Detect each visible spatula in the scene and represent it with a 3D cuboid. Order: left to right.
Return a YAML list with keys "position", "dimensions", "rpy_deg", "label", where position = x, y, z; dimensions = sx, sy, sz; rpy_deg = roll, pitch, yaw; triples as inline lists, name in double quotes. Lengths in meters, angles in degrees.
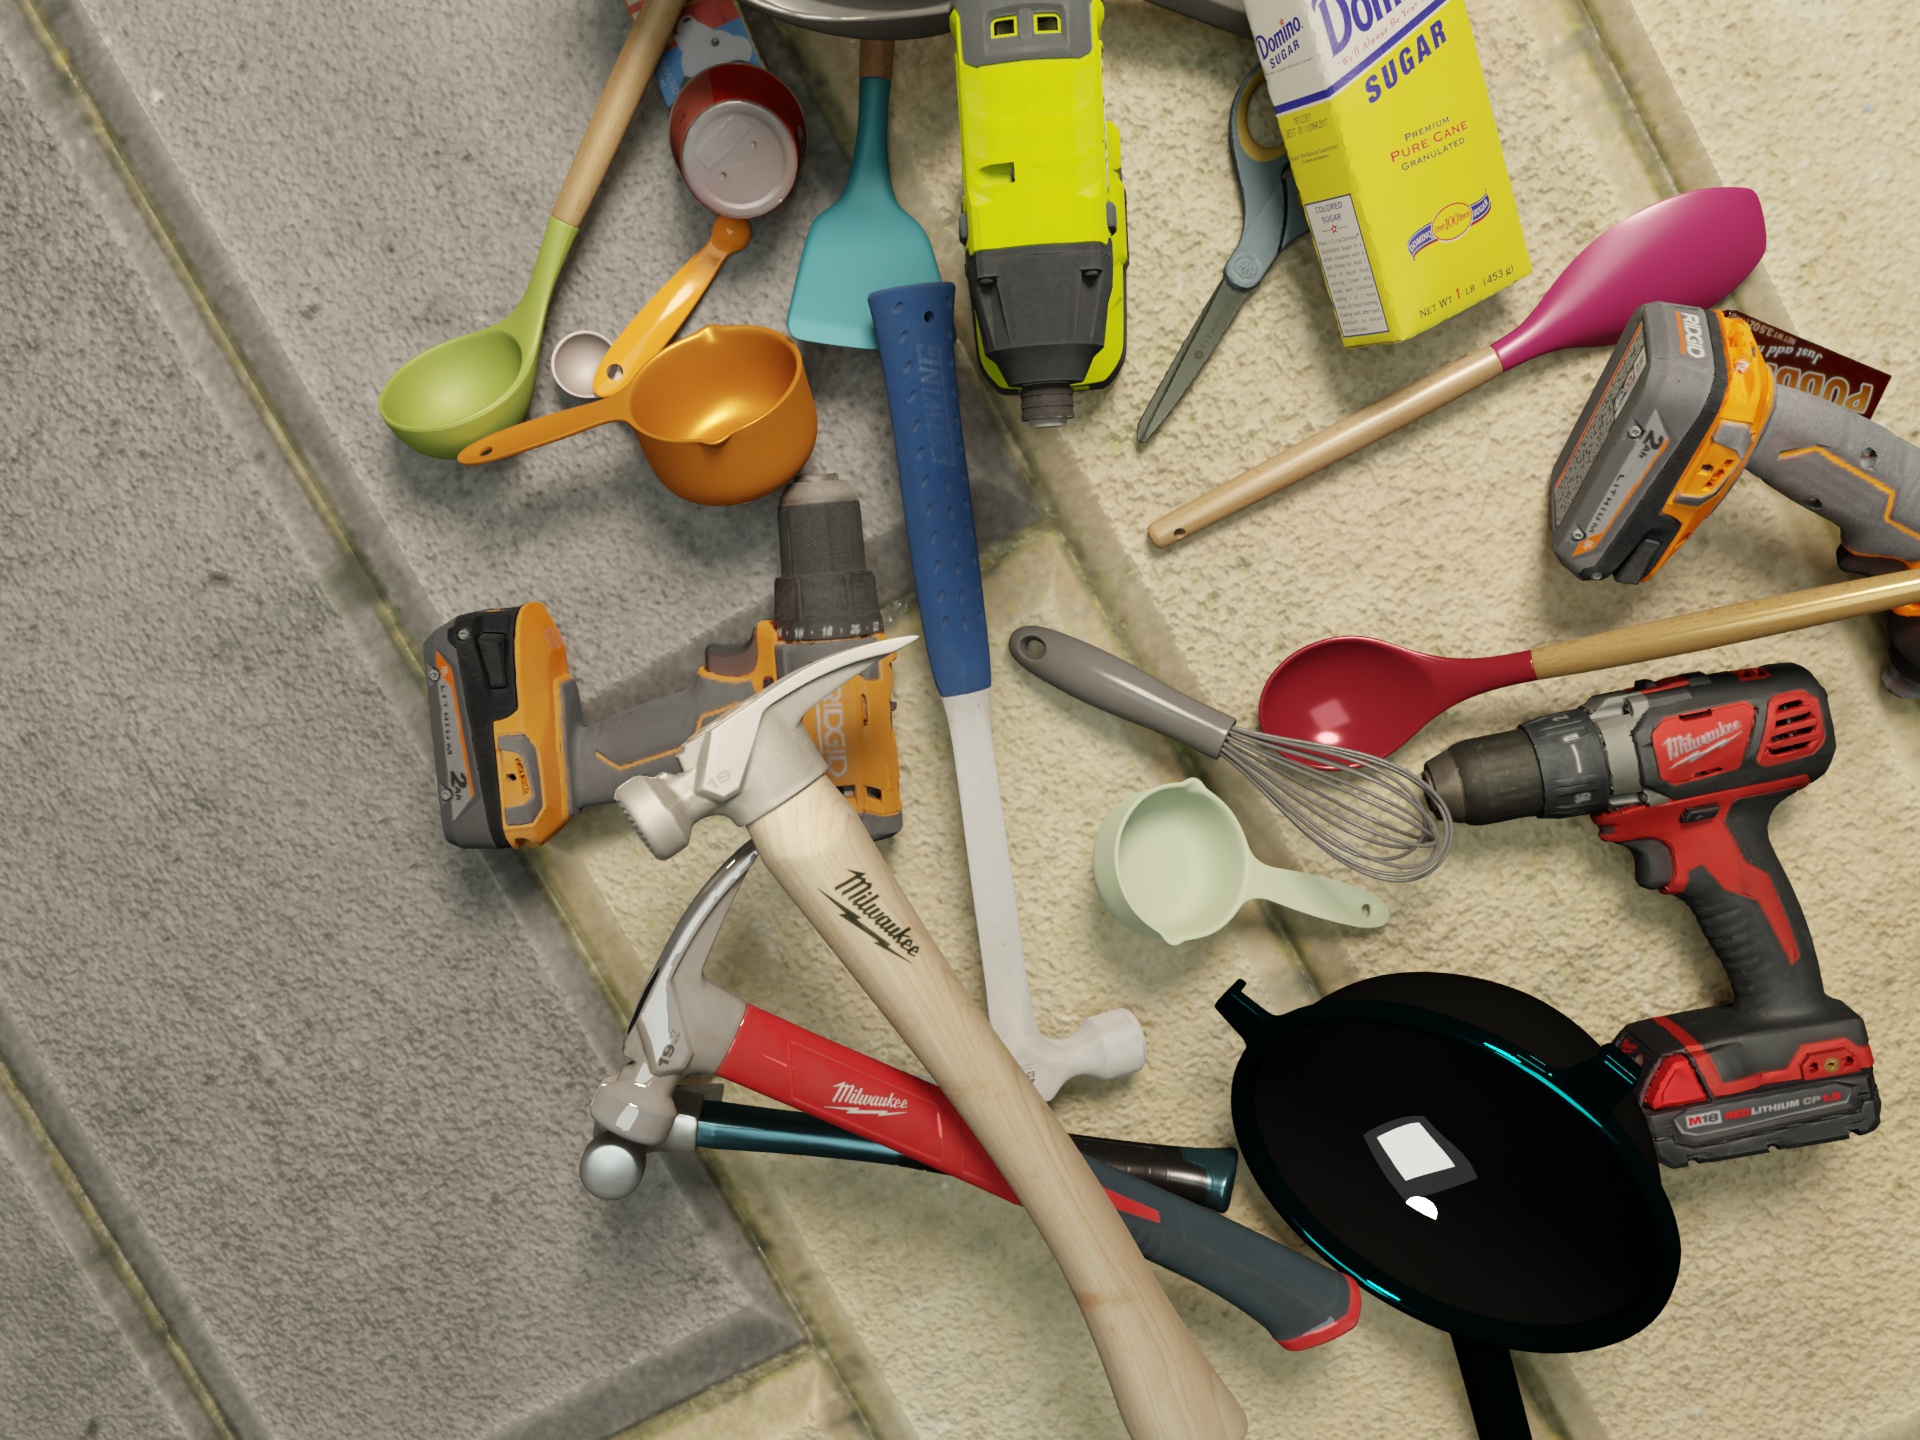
- position: [-0.037, -0.337, 0.765]
  dimensions: [0.082, 0.044, 0.317]
  rpy_deg: [2, 96, -9]
  label: "spatula"

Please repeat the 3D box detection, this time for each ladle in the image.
- position: [-0.189, -0.269, 0.765]
  dimensions: [0.078, 0.062, 0.320]
  rpy_deg: [40, 107, 39]
  label: "ladle"
- position: [0.295, -0.032, 0.743]
  dimensions: [0.315, 0.031, 0.069]
  rpy_deg: [-13, 104, 25]
  label: "ladle"

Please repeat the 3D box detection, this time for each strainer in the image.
- position: [0.264, 0.247, 0.793]
  dimensions: [0.211, 0.095, 0.340]
  rpy_deg: [3, 125, 39]
  label: "strainer"

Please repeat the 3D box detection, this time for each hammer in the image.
- position: [-0.018, 0.218, 0.810]
  dimensions: [0.331, 0.128, 0.033]
  rpy_deg: [8, 99, -6]
  label: "hammer"
- position: [-0.001, -0.002, 0.772]
  dimensions: [0.144, 0.035, 0.405]
  rpy_deg: [-12, 100, -19]
  label: "hammer"
- position: [0.020, 0.160, 0.714]
  dimensions: [0.146, 0.038, 0.410]
  rpy_deg: [-35, 99, -13]
  label: "hammer"
- position: [0.032, 0.195, 0.755]
  dimensions: [0.386, 0.038, 0.143]
  rpy_deg: [27, 85, -13]
  label: "hammer"

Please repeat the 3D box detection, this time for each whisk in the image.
- position: [0.128, 0.011, 0.784]
  dimensions: [0.239, 0.055, 0.055]
  rpy_deg: [27, 99, 14]
  label: "whisk"

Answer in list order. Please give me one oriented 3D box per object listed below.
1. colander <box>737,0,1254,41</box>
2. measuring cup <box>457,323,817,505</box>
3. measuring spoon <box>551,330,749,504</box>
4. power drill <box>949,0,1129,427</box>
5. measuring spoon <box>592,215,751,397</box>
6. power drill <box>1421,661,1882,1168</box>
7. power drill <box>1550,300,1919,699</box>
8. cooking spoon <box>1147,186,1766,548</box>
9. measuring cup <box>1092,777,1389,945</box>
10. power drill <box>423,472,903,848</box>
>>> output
- position: [0.032, -0.379, 0.685]
  dimensions: [0.397, 0.094, 0.205]
  rpy_deg: [14, 65, -13]
  label: "colander"
- position: [-0.154, -0.134, 0.775]
  dimensions: [0.173, 0.095, 0.052]
  rpy_deg: [-15, 138, 4]
  label: "measuring cup"
- position: [-0.156, -0.152, 0.816]
  dimensions: [0.124, 0.018, 0.034]
  rpy_deg: [39, 85, -8]
  label: "measuring spoon"
- position: [0.035, -0.209, 0.685]
  dimensions: [0.080, 0.223, 0.171]
  rpy_deg: [-3, 97, 5]
  label: "power drill"
- position: [-0.146, -0.209, 0.798]
  dimensions: [0.021, 0.011, 0.117]
  rpy_deg: [39, 89, -4]
  label: "measuring spoon"
- position: [0.337, 0.094, 0.777]
  dimensions: [0.188, 0.080, 0.226]
  rpy_deg: [-12, 93, 6]
  label: "power drill"
- position: [0.395, -0.091, 0.728]
  dimensions: [0.226, 0.084, 0.164]
  rpy_deg: [15, 136, 4]
  label: "power drill"
- position: [0.236, -0.162, 0.770]
  dimensions: [0.319, 0.017, 0.068]
  rpy_deg: [-27, 127, 11]
  label: "cooking spoon"
- position: [0.141, 0.082, 0.801]
  dimensions: [0.167, 0.038, 0.083]
  rpy_deg: [16, 74, -23]
  label: "measuring cup"
- position: [-0.144, -0.025, 0.798]
  dimensions: [0.226, 0.084, 0.185]
  rpy_deg: [-3, 97, 0]
  label: "power drill"
